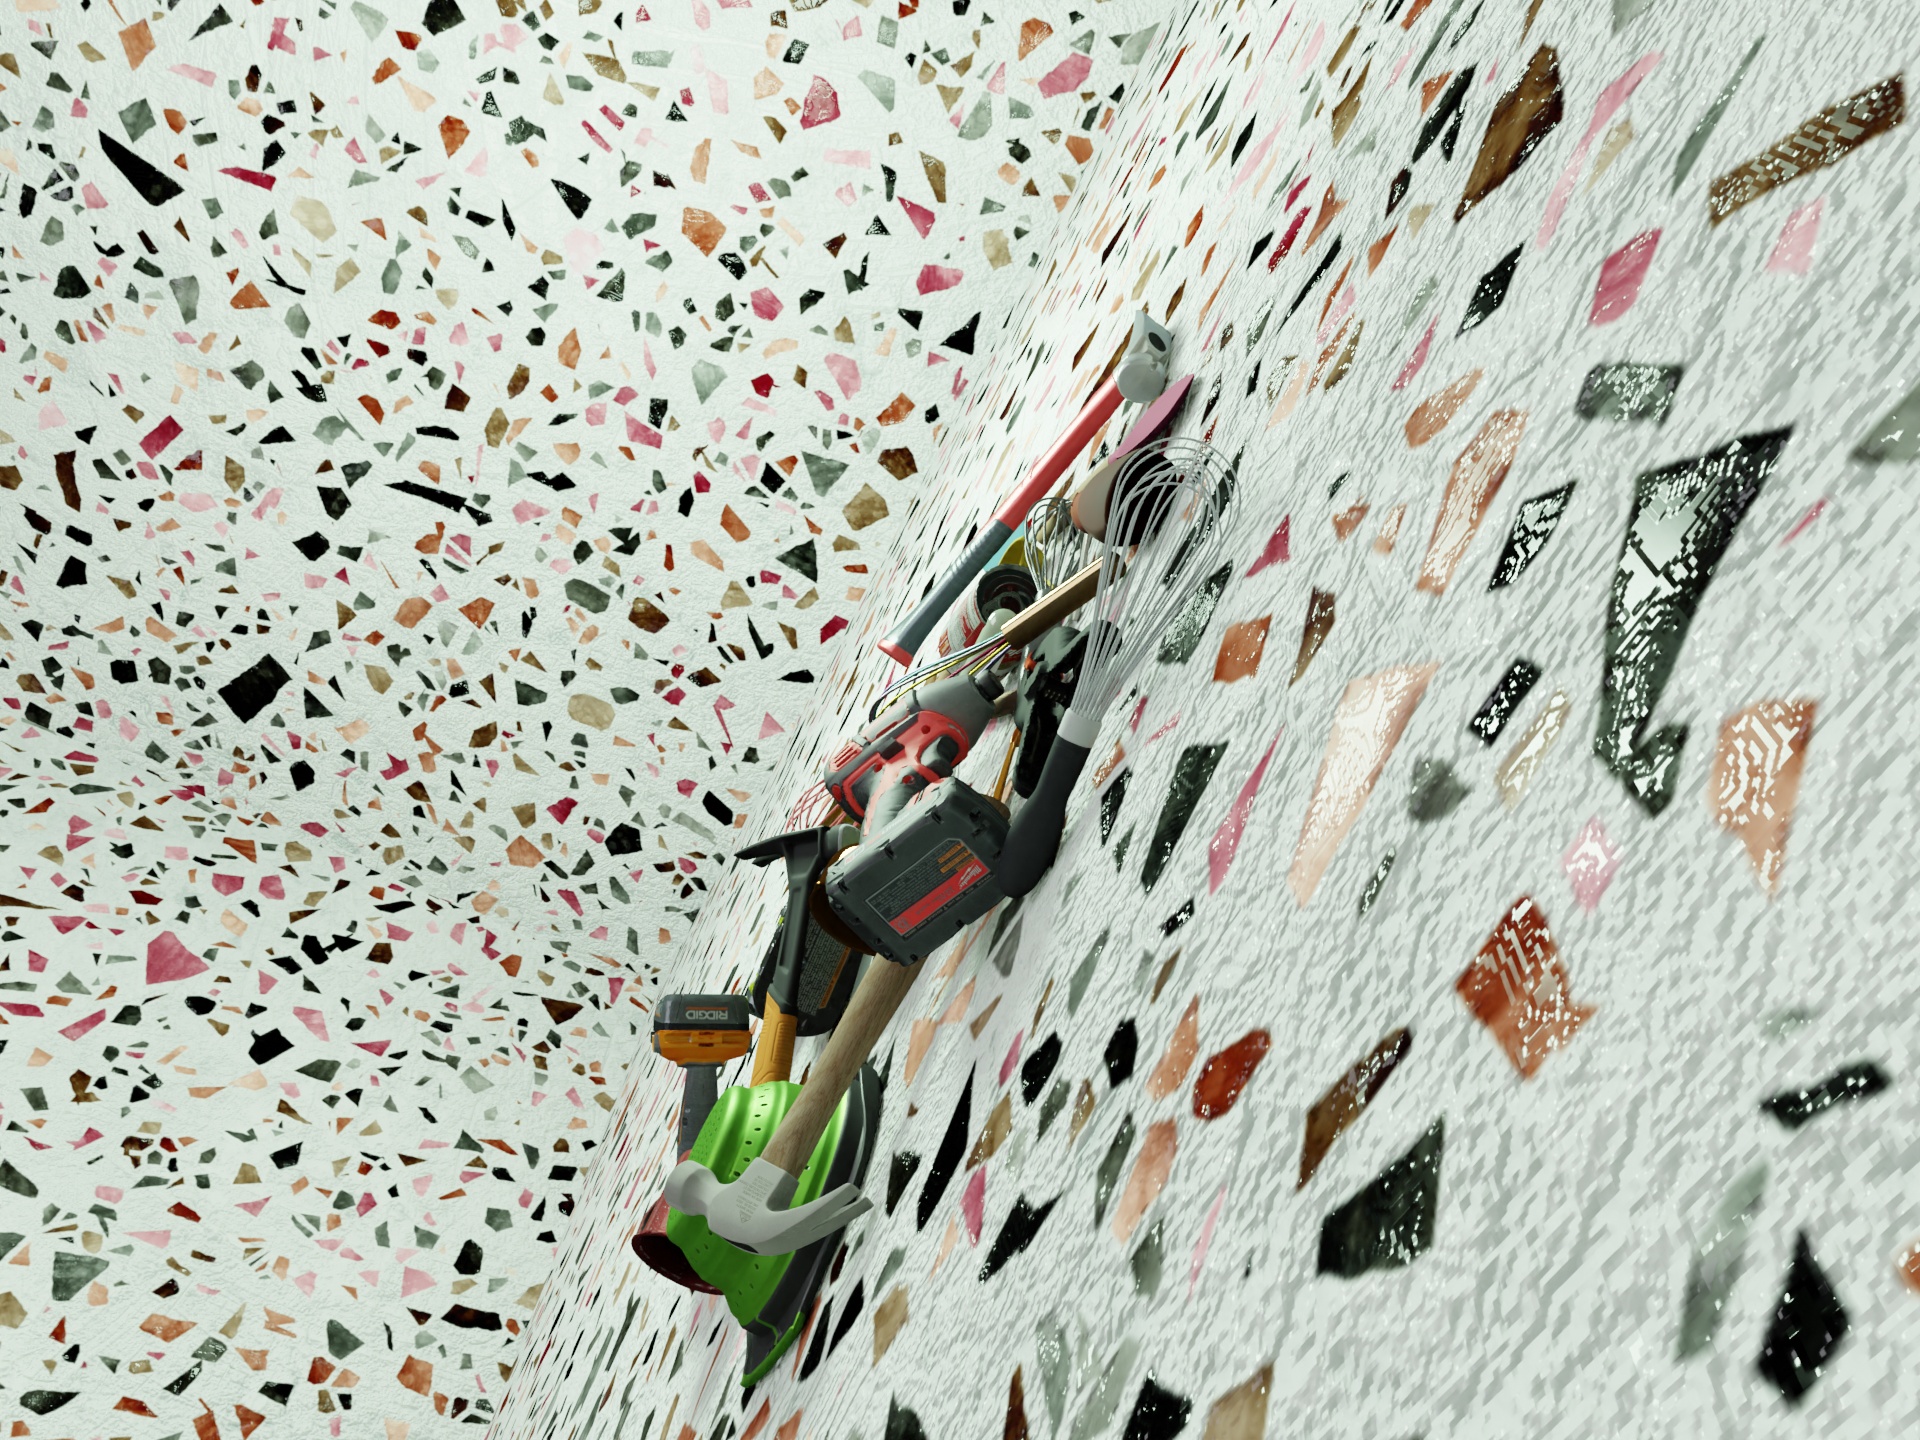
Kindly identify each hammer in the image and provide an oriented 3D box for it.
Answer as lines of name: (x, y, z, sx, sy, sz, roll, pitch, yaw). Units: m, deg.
hammer: (-0.152, 0.248, 1.272, 0.127, 0.034, 0.337, -14, 58, 37)
hammer: (-0.056, 0.188, 1.027, 0.130, 0.031, 0.331, 13, 62, 39)
hammer: (0.050, -0.192, 1.395, 0.386, 0.038, 0.143, -48, 15, 30)

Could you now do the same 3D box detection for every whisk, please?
whisk: (0.079, -0.025, 0.906, 0.070, 0.070, 0.284, -100, 32, -75)
whisk: (0.021, -0.045, 1.139, 0.245, 0.051, 0.047, -34, 1, 28)
whisk: (0.065, -0.092, 1.202, 0.239, 0.055, 0.055, -79, 16, -44)
whisk: (-0.002, -0.004, 1.246, 0.058, 0.059, 0.246, -31, -20, -37)
whisk: (-0.078, 0.045, 1.480, 0.073, 0.073, 0.296, -57, -4, 39)

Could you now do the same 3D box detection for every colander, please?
colander: (-0.124, 0.264, 1.149, 0.204, 0.094, 0.397, -57, 12, 41)

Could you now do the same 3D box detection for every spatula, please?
spatula: (0.015, -0.105, 1.443, 0.082, 0.044, 0.318, -50, 6, 33)

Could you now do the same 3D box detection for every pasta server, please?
pasta server: (0.010, -0.008, 1.309, 0.316, 0.040, 0.060, 165, 104, -76)

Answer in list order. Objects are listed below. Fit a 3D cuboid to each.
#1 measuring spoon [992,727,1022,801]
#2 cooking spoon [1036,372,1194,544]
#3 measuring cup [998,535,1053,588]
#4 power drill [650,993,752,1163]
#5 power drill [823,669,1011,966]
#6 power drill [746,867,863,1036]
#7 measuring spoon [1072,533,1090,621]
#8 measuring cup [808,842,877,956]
measuring spoon: (0.030, 0.054, 1.124, 0.021, 0.011, 0.117, 132, 158, -63)
cooking spoon: (0.117, -0.198, 1.278, 0.069, 0.017, 0.319, -56, 6, -20)
measuring cup: (0.065, -0.116, 1.364, 0.062, 0.029, 0.157, -63, 21, 9)
power drill: (-0.234, 0.360, 1.403, 0.164, 0.084, 0.227, 138, 133, -70)
power drill: (-0.023, 0.049, 1.047, 0.143, 0.078, 0.220, -37, 23, 13)
power drill: (-0.134, 0.196, 1.458, 0.228, 0.080, 0.190, 155, 139, -80)
measuring spoon: (0.100, -0.124, 1.201, 0.034, 0.018, 0.124, 107, 176, -58)
measuring cup: (-0.037, 0.117, 1.159, 0.173, 0.095, 0.052, -28, 27, 44)
